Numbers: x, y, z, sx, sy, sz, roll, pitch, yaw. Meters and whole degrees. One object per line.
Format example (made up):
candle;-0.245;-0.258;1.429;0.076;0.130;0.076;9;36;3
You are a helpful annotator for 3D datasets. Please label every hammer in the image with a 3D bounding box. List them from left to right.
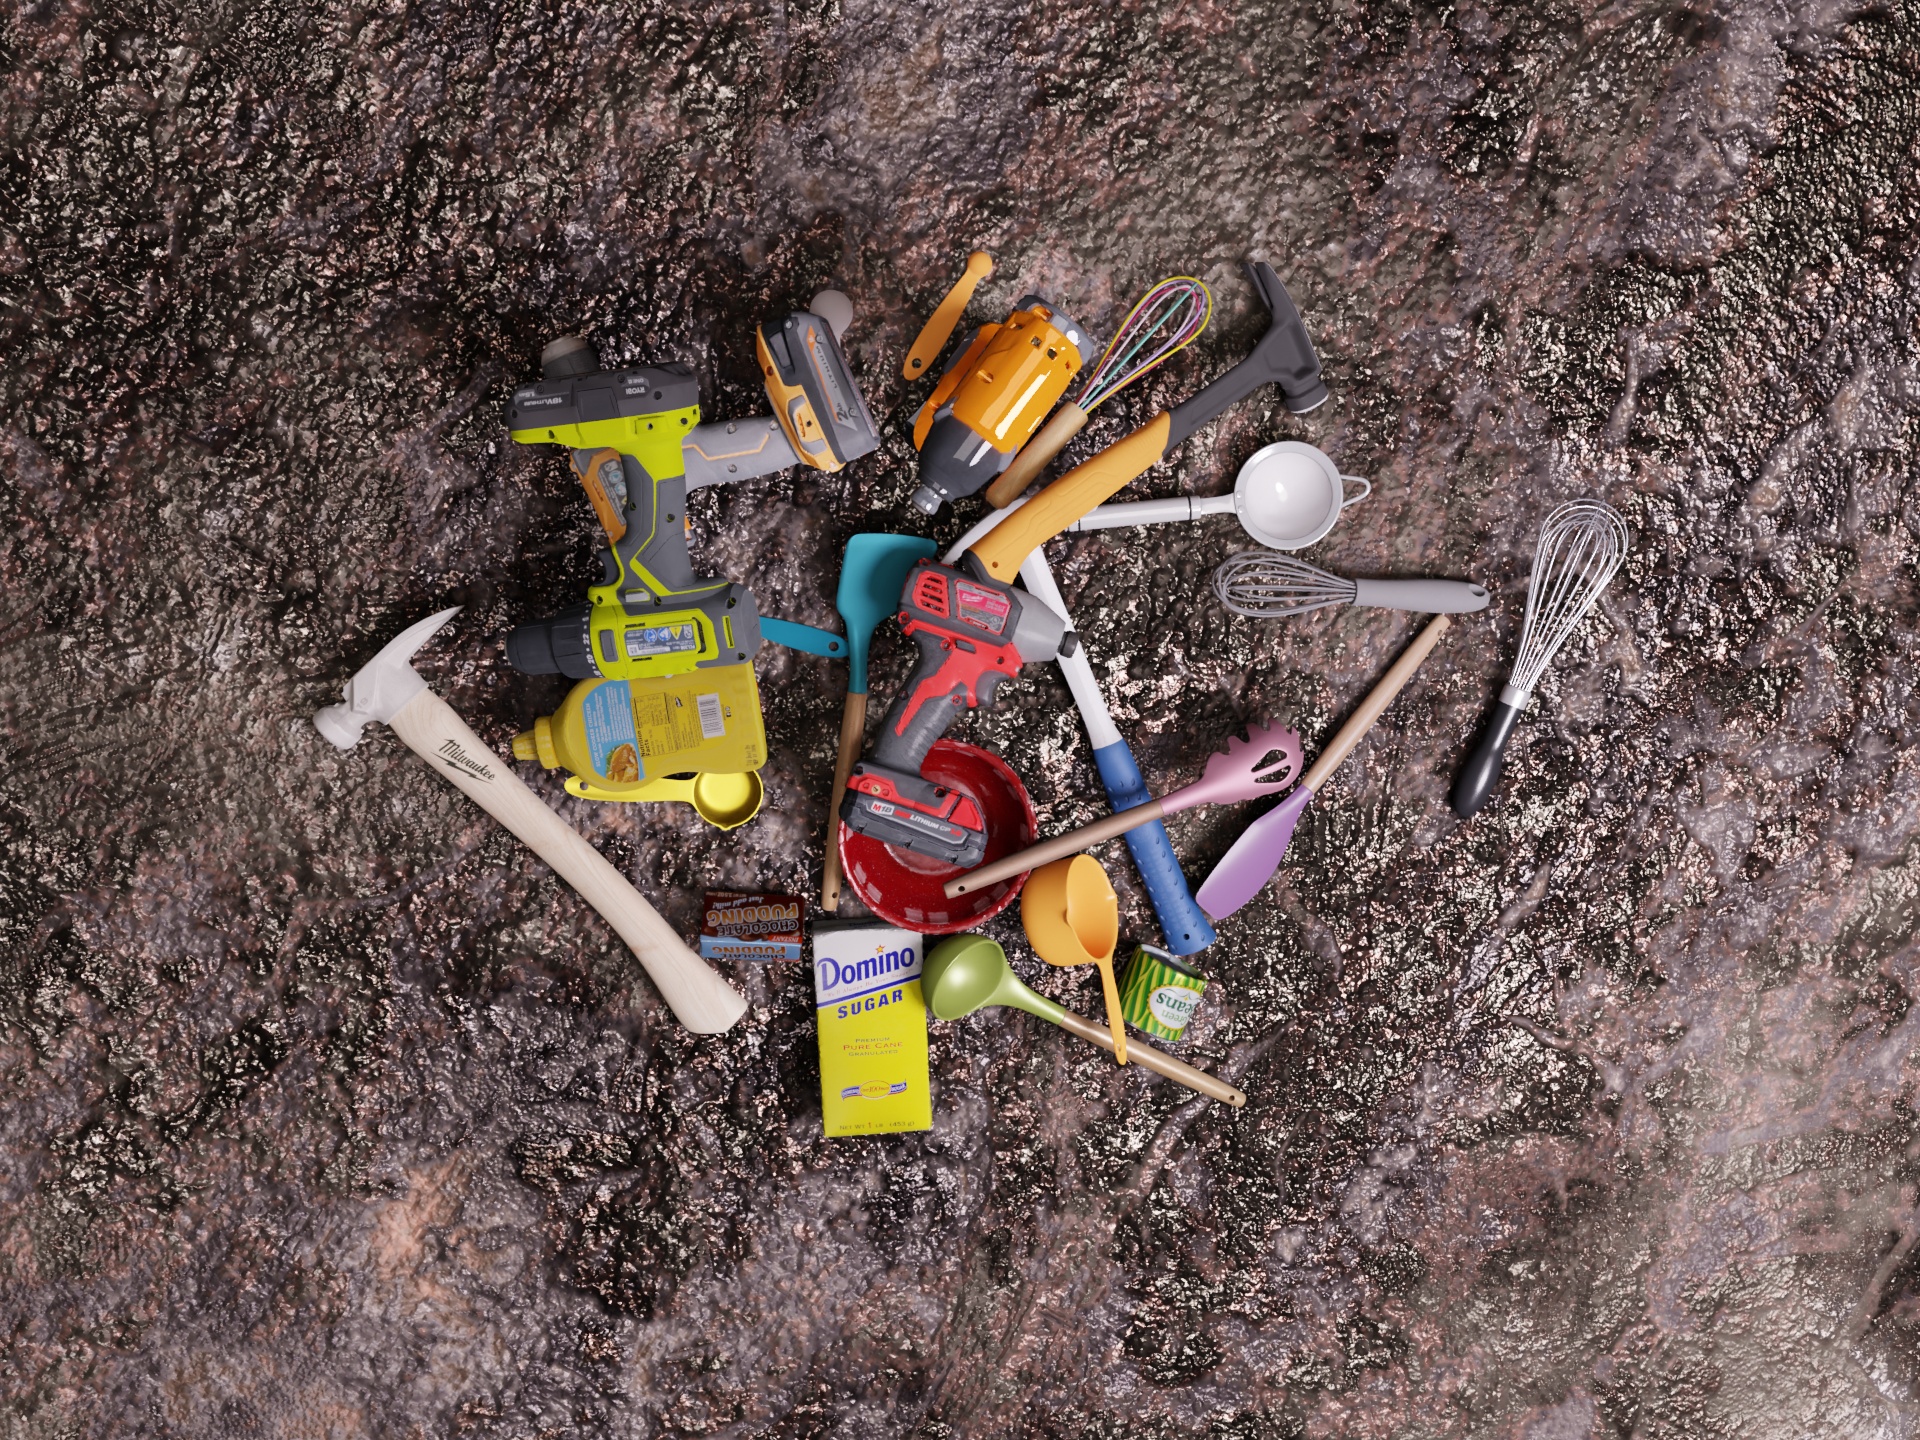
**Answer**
hammer;-0.319;0.094;1.286;0.146;0.038;0.410;-43;100;1
hammer;0.110;0.011;1.301;0.144;0.035;0.405;-22;102;9
hammer;0.135;-0.215;1.222;0.337;0.034;0.127;-37;116;-13

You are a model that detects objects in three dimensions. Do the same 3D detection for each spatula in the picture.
spatula;-0.083;0.005;1.286;0.082;0.044;0.317;1;102;-36
spatula;0.306;0.038;1.326;0.316;0.018;0.059;-51;127;-1

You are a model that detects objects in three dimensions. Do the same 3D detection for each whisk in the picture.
whisk;0.110;-0.257;1.247;0.047;0.051;0.245;44;85;-18
whisk;0.322;-0.107;1.304;0.239;0.055;0.055;3;99;-10
whisk;0.474;-0.050;1.322;0.070;0.070;0.284;19;102;-7

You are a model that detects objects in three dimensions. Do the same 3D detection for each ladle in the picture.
ladle;0.109;0.262;1.325;0.320;0.062;0.078;27;99;-15

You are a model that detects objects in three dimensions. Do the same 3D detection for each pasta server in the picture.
pasta server;0.133;0.078;1.277;0.316;0.040;0.060;-21;104;-3

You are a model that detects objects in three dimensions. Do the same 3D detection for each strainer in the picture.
strainer;0.196;-0.174;1.285;0.258;0.050;0.087;-5;92;2

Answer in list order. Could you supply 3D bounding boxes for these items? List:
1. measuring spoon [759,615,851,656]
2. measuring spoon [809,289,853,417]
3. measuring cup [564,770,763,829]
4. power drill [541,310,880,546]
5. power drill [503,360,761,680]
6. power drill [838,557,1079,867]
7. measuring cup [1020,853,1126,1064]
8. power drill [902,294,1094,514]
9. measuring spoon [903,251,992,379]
measuring spoon;-0.150;-0.072;1.280;0.128;0.021;0.042;15;97;-7
measuring spoon;-0.102;-0.277;1.255;0.034;0.018;0.124;0;99;-5
measuring cup;-0.238;0.053;1.283;0.156;0.029;0.062;3;97;-10
power drill;-0.197;-0.239;1.221;0.226;0.084;0.185;-24;100;7
power drill;-0.259;-0.140;1.175;0.190;0.080;0.228;-5;106;8
power drill;-0.002;-0.004;1.224;0.143;0.078;0.220;18;84;-1
measuring cup;0.095;0.198;1.301;0.052;0.095;0.173;-12;90;30
power drill;0.014;-0.222;1.166;0.084;0.226;0.164;37;94;-9
measuring spoon;-0.011;-0.320;1.259;0.021;0.011;0.117;33;95;-9
